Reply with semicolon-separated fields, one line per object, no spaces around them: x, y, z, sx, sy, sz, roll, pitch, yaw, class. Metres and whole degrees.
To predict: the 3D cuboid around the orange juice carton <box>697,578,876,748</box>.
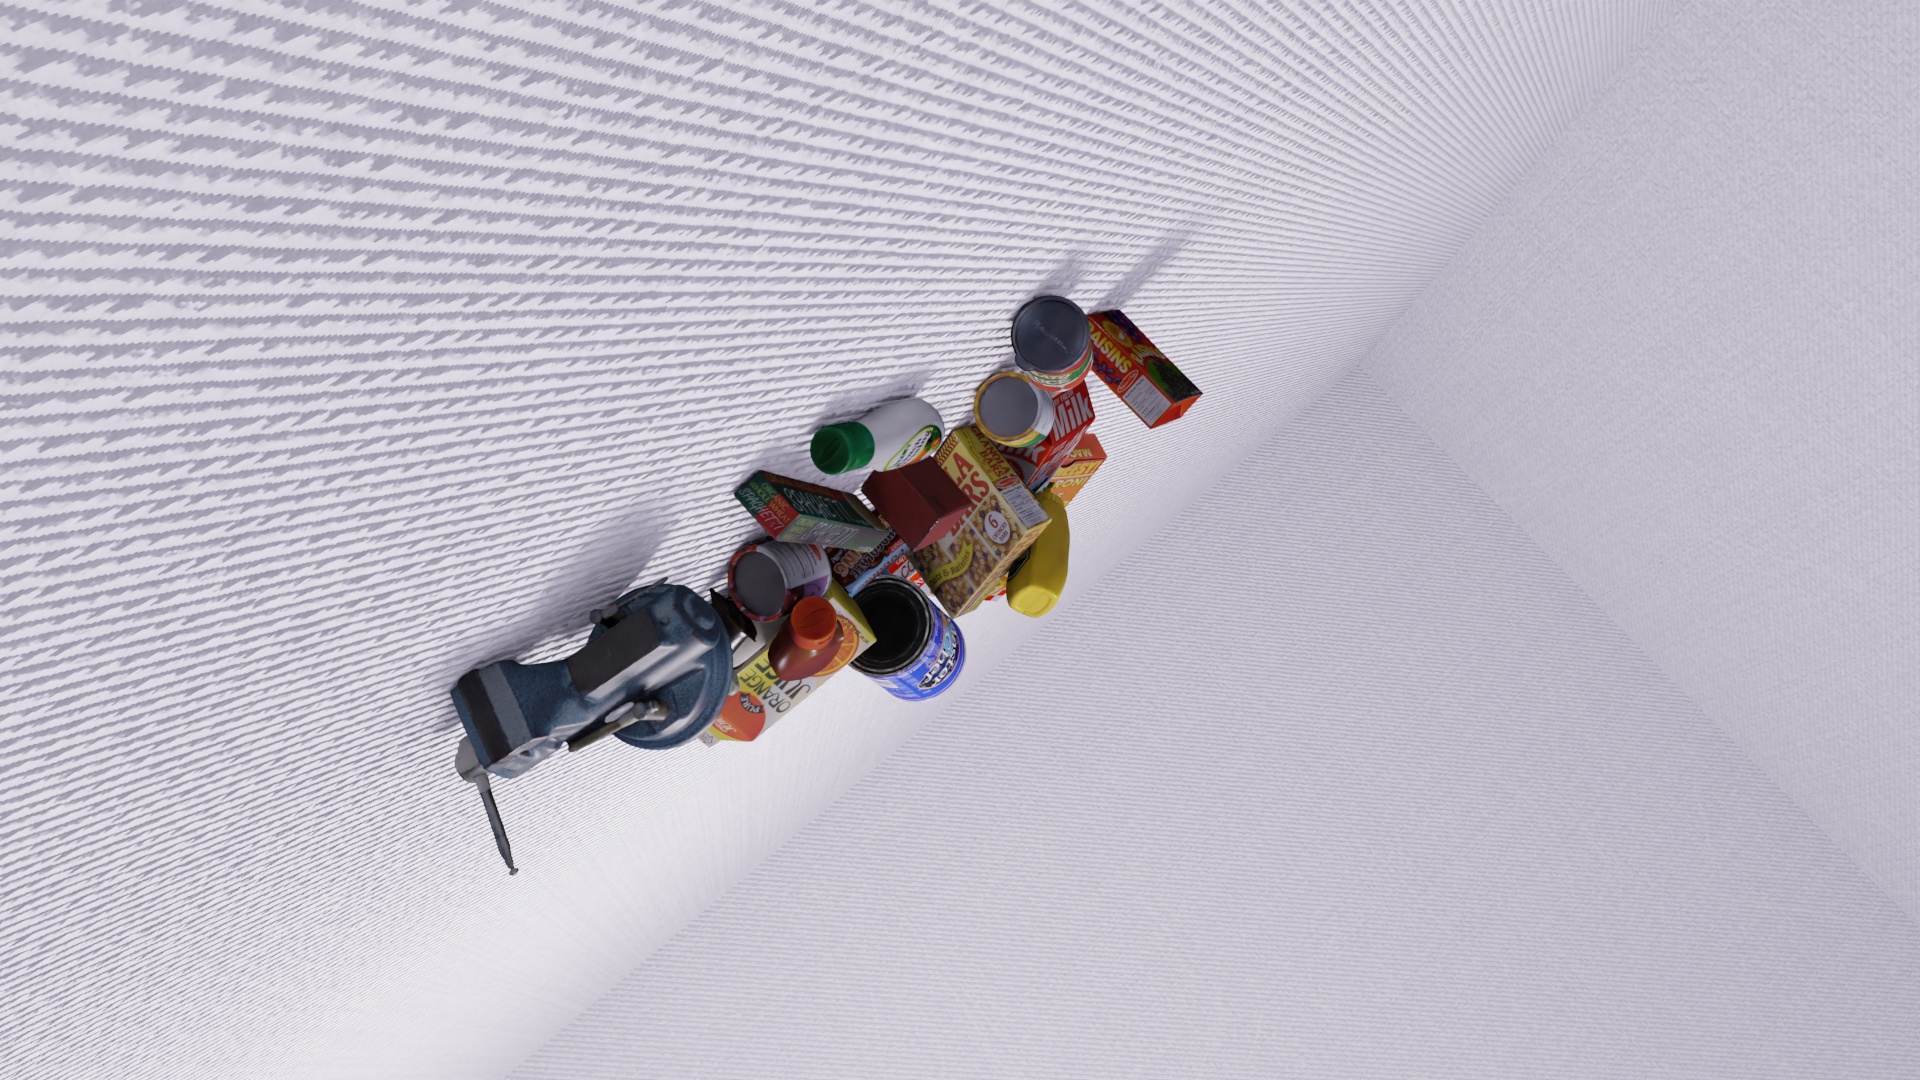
-0.180;0.113;1.280;0.192;0.073;0.071;-39;126;3;orange juice carton

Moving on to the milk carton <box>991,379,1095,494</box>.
0.069;-0.103;1.397;0.073;0.073;0.189;-35;168;-38;milk carton

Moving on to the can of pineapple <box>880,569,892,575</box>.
-0.097;0.058;1.495;0.071;0.058;0.071;-40;170;-9;can of pineapple

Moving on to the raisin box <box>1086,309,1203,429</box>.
0.170;-0.169;1.358;0.040;0.123;0.086;-49;167;29;raisin box

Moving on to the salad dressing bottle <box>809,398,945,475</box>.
-0.064;-0.079;1.087;0.064;0.044;0.148;-46;169;27;salad dressing bottle

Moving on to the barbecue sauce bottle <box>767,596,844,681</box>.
-0.126;0.080;1.152;0.065;0.044;0.148;-29;172;-16;barbecue sauce bottle

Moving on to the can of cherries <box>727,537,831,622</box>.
-0.152;0.031;1.154;0.071;0.071;0.058;-48;168;31;can of cherries

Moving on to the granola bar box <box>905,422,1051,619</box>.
0.005;-0.017;1.368;0.039;0.124;0.164;-24;161;-41;granola bar box

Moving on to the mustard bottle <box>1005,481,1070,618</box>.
0.081;0.000;1.399;0.065;0.049;0.161;-49;-156;45;mustard bottle

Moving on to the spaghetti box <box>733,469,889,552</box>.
-0.115;-0.020;1.127;0.028;0.050;0.250;-45;169;7;spaghetti box

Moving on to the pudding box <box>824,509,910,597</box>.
-0.092;0.011;1.343;0.084;0.050;0.030;-39;168;-14;pudding box

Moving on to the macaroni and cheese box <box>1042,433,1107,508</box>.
0.075;-0.056;1.598;0.124;0.040;0.165;-5;148;-36;macaroni and cheese box

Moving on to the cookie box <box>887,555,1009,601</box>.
0.013;0.017;1.590;0.168;0.040;0.122;7;140;-44;cookie box

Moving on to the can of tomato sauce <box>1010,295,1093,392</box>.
0.079;-0.166;1.193;0.071;0.071;0.083;-42;170;2;can of tomato sauce

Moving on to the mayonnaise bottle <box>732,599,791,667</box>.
-0.193;0.076;1.221;0.148;0.041;0.065;-38;-148;-7;mayonnaise bottle

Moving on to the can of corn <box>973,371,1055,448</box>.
0.047;-0.119;1.279;0.071;0.071;0.058;-44;169;10;can of corn
